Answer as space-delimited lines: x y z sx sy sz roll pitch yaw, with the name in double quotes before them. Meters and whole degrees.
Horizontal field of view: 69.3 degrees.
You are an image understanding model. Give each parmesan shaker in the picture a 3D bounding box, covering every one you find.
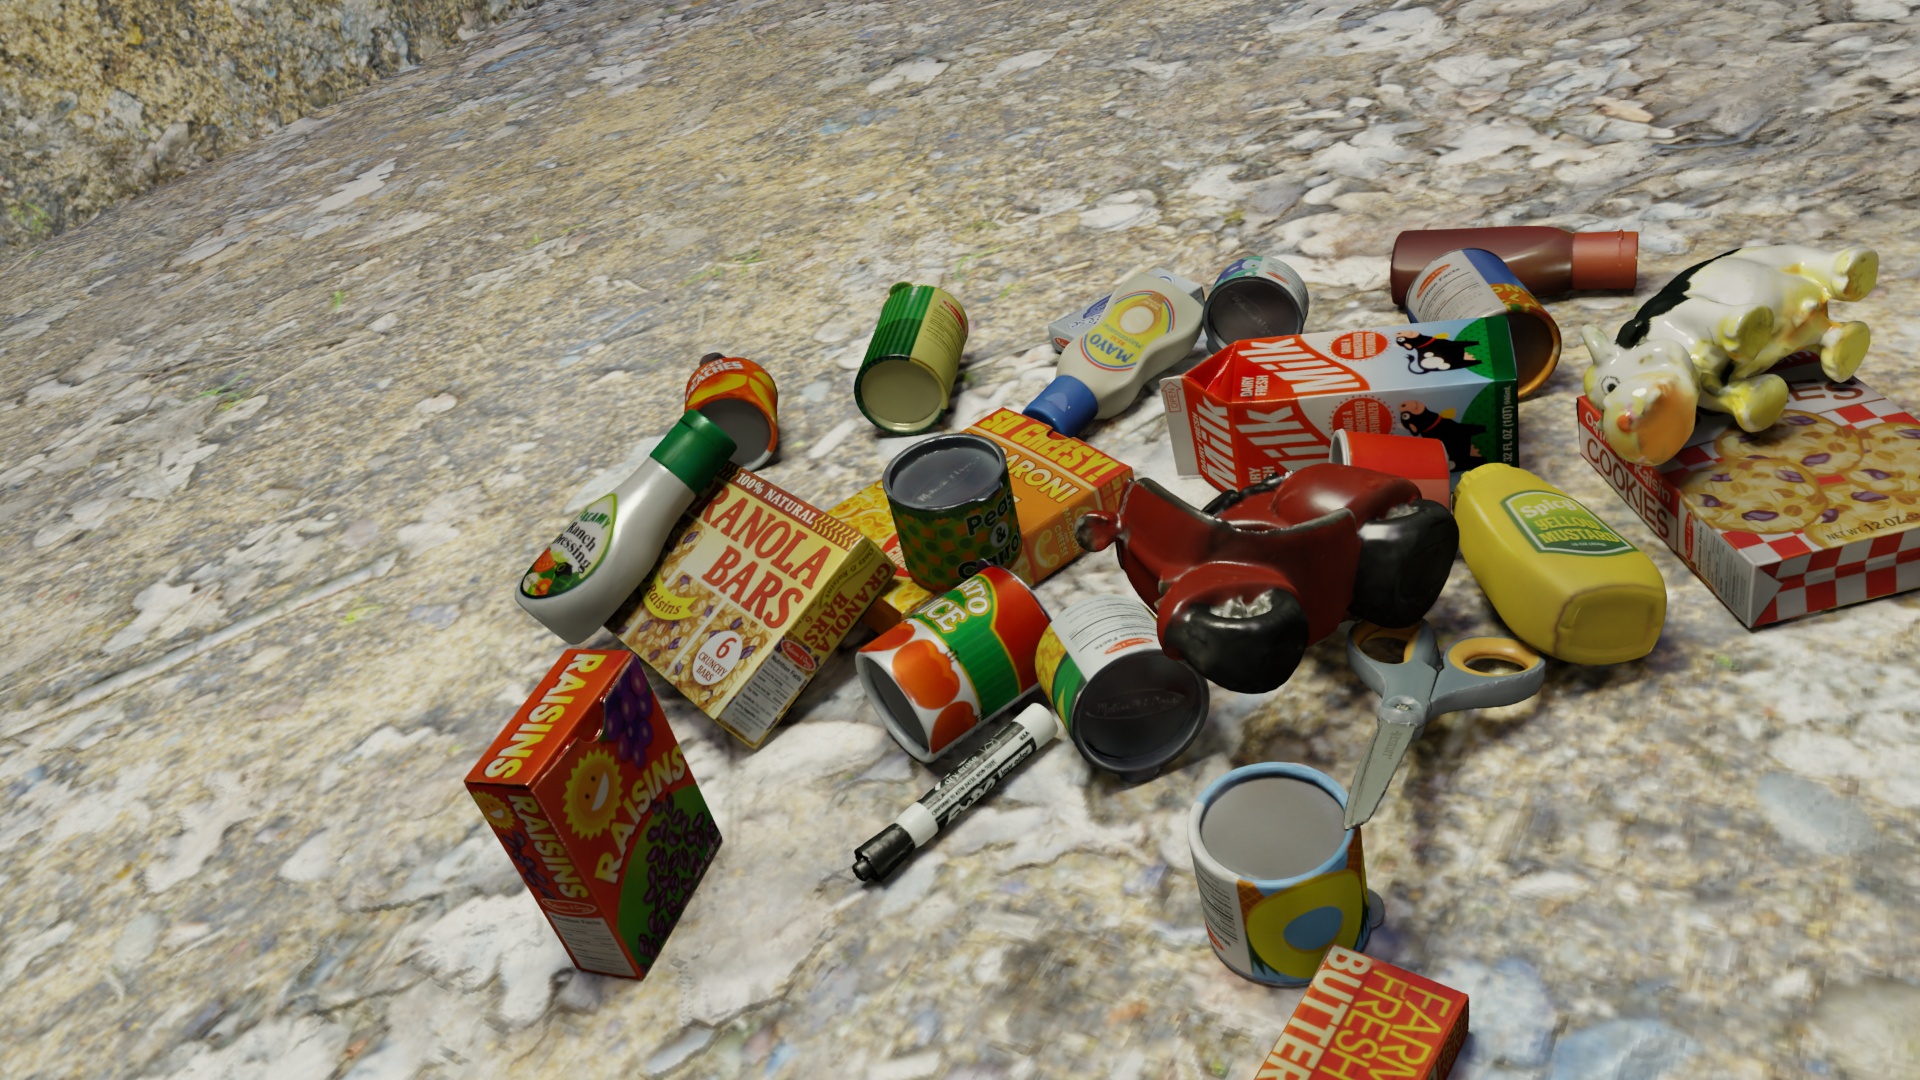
"parmesan shaker" -0.036 -0.130 0.980 0.071 0.071 0.103 -6 35 15

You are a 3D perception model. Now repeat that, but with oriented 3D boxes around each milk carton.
"milk carton" 0.213 -0.071 0.789 0.190 0.072 0.074 -4 36 18

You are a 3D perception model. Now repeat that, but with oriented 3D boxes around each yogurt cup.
"yogurt cup" 0.224 -0.025 0.726 0.054 0.072 0.073 -1 35 8

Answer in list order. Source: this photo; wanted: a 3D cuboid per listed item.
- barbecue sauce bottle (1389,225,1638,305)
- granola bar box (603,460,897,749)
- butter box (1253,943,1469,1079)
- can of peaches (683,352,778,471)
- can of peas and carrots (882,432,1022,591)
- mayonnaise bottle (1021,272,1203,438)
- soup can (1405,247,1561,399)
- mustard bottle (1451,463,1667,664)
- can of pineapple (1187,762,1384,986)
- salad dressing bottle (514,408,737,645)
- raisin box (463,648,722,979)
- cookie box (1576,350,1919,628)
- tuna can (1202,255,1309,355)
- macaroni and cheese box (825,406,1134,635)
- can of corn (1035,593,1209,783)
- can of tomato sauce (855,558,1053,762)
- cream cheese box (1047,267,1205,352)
"barbecue sauce bottle" 0.363 -0.182 0.913 0.148 0.043 0.065 3 38 25
"granola bar box" -0.128 0.028 0.782 0.124 0.039 0.166 -52 42 -10
"butter box" 0.133 0.192 0.482 0.053 0.024 0.104 13 43 38
"can of peaches" -0.162 -0.089 0.974 0.071 0.071 0.058 -15 34 2
"can of peas and carrots" -0.001 -0.014 0.737 0.071 0.058 0.071 -8 38 7
"mayonnaise bottle" 0.098 -0.117 0.920 0.065 0.041 0.149 34 61 19
"soup can" 0.316 -0.128 0.836 0.071 0.071 0.084 -12 34 6
"mustard bottle" 0.276 0.000 0.674 0.065 0.048 0.161 -1 29 -7
"can of pineapple" 0.127 0.129 0.546 0.071 0.057 0.071 -11 33 8
"salad dressing bottle" -0.189 -0.010 0.796 0.148 0.044 0.064 -51 43 -10
"raisin box" -0.159 0.121 0.619 0.040 0.122 0.086 0 36 24
"cookie box" 0.402 -0.035 0.684 0.123 0.040 0.168 -14 33 3
"tuna can" 0.195 -0.151 0.921 0.071 0.070 0.033 1 36 25
"macaroni and cheese box" 0.003 -0.010 0.816 0.167 0.040 0.124 -33 38 -23
"can of corn" 0.074 0.068 0.650 0.071 0.071 0.058 -20 28 -6
"can of tomato sauce" -0.002 0.059 0.691 0.083 0.071 0.071 -32 37 -22
"cream cheese box" 0.121 -0.160 1.000 0.104 0.024 0.053 -29 37 -19
